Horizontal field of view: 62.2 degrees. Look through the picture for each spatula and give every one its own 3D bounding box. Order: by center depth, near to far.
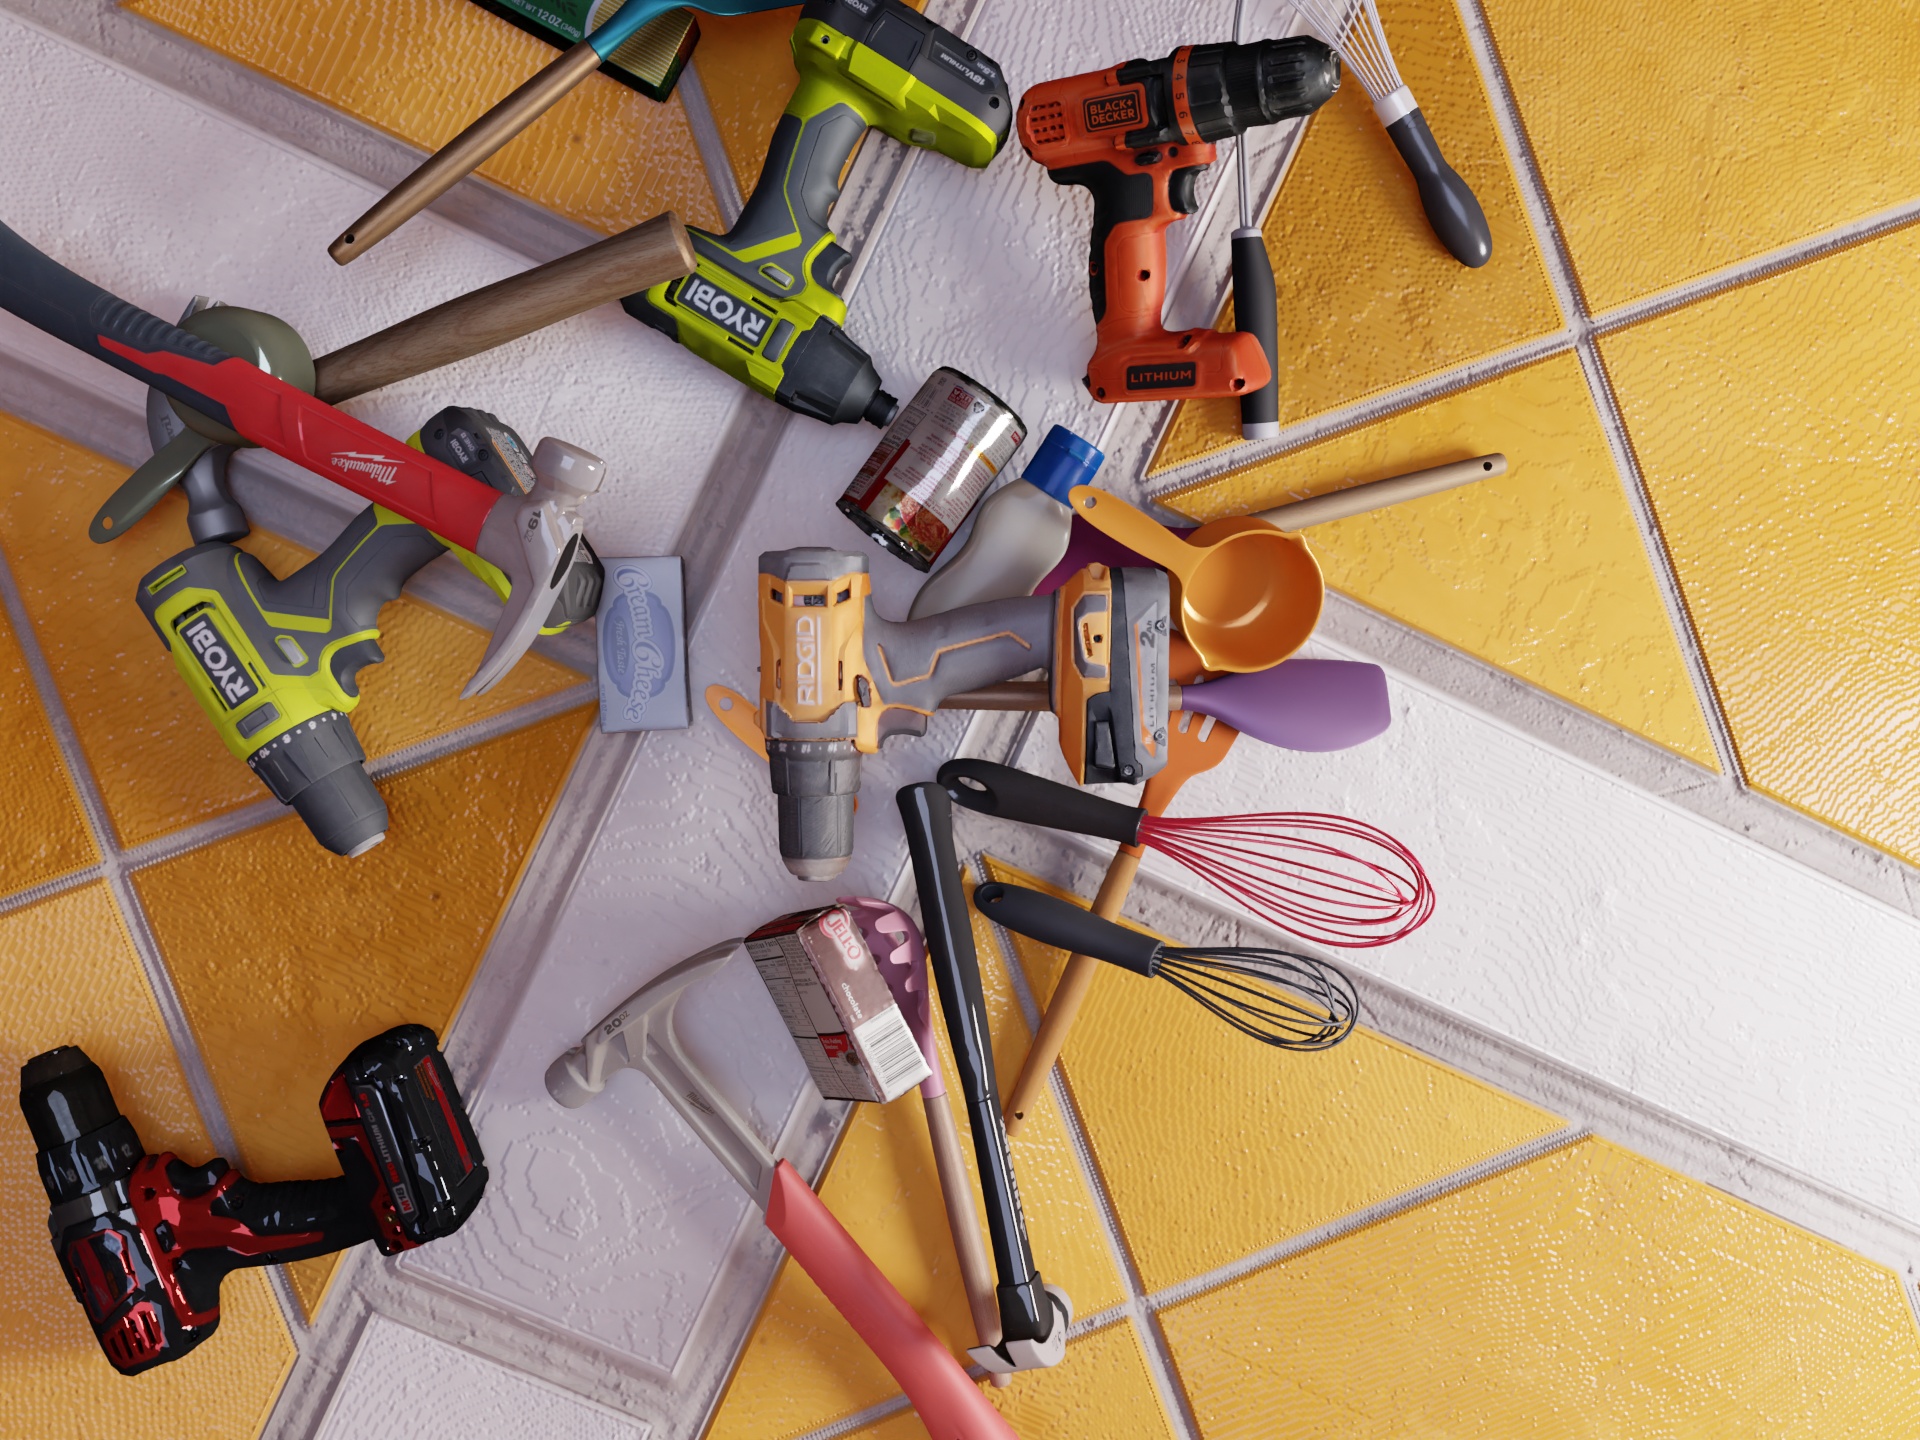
[{"bbox_3d":[-0.224,-0.355,0.896,0.317,0.044,0.082,-40,92,-4],"label":"spatula"},{"bbox_3d":[0.105,-0.011,0.944,0.316,0.018,0.060,1,72,-8],"label":"spatula"},{"bbox_3d":[0.093,0.102,0.967,0.081,0.041,0.322,23,93,-3],"label":"spatula"}]

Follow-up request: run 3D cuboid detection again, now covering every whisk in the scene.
[{"bbox_3d":[0.112,0.134,0.912,0.239,0.055,0.055,17,89,26],"label":"whisk"},{"bbox_3d":[0.123,0.066,0.912,0.296,0.073,0.073,14,90,19],"label":"whisk"},{"bbox_3d":[0.245,-0.398,0.957,0.070,0.070,0.284,-32,98,-4],"label":"whisk"}]

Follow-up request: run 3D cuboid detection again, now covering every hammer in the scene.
[{"bbox_3d":[-0.383,-0.156,0.833,0.386,0.038,0.143,27,98,2],"label":"hammer"},{"bbox_3d":[-0.306,-0.213,0.893,0.331,0.031,0.130,-19,92,7],"label":"hammer"},{"bbox_3d":[0.008,0.200,0.908,0.035,0.146,0.335,-13,81,10],"label":"hammer"},{"bbox_3d":[-0.079,0.299,0.933,0.149,0.037,0.359,-37,97,17],"label":"hammer"}]

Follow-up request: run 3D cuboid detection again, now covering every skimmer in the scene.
[{"bbox_3d":[0.134,-0.345,0.934,0.090,0.127,0.363,-6,102,1],"label":"skimmer"}]

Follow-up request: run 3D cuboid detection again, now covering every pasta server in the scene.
[{"bbox_3d":[-0.016,0.252,0.952,0.040,0.060,0.316,-16,96,-35],"label":"pasta server"}]

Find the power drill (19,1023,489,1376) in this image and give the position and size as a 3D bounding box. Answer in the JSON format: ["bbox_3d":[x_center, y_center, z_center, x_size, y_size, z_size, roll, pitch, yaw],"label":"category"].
[{"bbox_3d":[-0.407,0.246,0.902,0.226,0.080,0.188,-21,92,-1],"label":"power drill"}]

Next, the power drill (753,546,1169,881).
[{"bbox_3d":[-0.001,-0.003,0.881,0.226,0.084,0.185,0,94,2],"label":"power drill"}]

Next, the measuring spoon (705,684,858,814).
[{"bbox_3d":[-0.108,0.019,0.956,0.117,0.011,0.021,41,87,-1],"label":"measuring spoon"}]

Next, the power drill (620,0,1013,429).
[{"bbox_3d":[-0.070,-0.292,0.922,0.171,0.080,0.223,31,92,-4],"label":"power drill"}]

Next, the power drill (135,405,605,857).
[{"bbox_3d":[-0.321,-0.050,0.894,0.228,0.080,0.190,-32,92,6],"label":"power drill"}]

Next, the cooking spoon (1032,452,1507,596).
[{"bbox_3d":[0.182,-0.119,0.972,0.319,0.017,0.069,-15,92,-4],"label":"cooking spoon"}]

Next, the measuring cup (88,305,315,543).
[{"bbox_3d":[-0.430,-0.158,0.874,0.167,0.038,0.083,-43,89,5],"label":"measuring cup"}]

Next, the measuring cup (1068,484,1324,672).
[{"bbox_3d":[0.130,-0.097,0.933,0.173,0.052,0.095,29,104,-18],"label":"measuring cup"}]
